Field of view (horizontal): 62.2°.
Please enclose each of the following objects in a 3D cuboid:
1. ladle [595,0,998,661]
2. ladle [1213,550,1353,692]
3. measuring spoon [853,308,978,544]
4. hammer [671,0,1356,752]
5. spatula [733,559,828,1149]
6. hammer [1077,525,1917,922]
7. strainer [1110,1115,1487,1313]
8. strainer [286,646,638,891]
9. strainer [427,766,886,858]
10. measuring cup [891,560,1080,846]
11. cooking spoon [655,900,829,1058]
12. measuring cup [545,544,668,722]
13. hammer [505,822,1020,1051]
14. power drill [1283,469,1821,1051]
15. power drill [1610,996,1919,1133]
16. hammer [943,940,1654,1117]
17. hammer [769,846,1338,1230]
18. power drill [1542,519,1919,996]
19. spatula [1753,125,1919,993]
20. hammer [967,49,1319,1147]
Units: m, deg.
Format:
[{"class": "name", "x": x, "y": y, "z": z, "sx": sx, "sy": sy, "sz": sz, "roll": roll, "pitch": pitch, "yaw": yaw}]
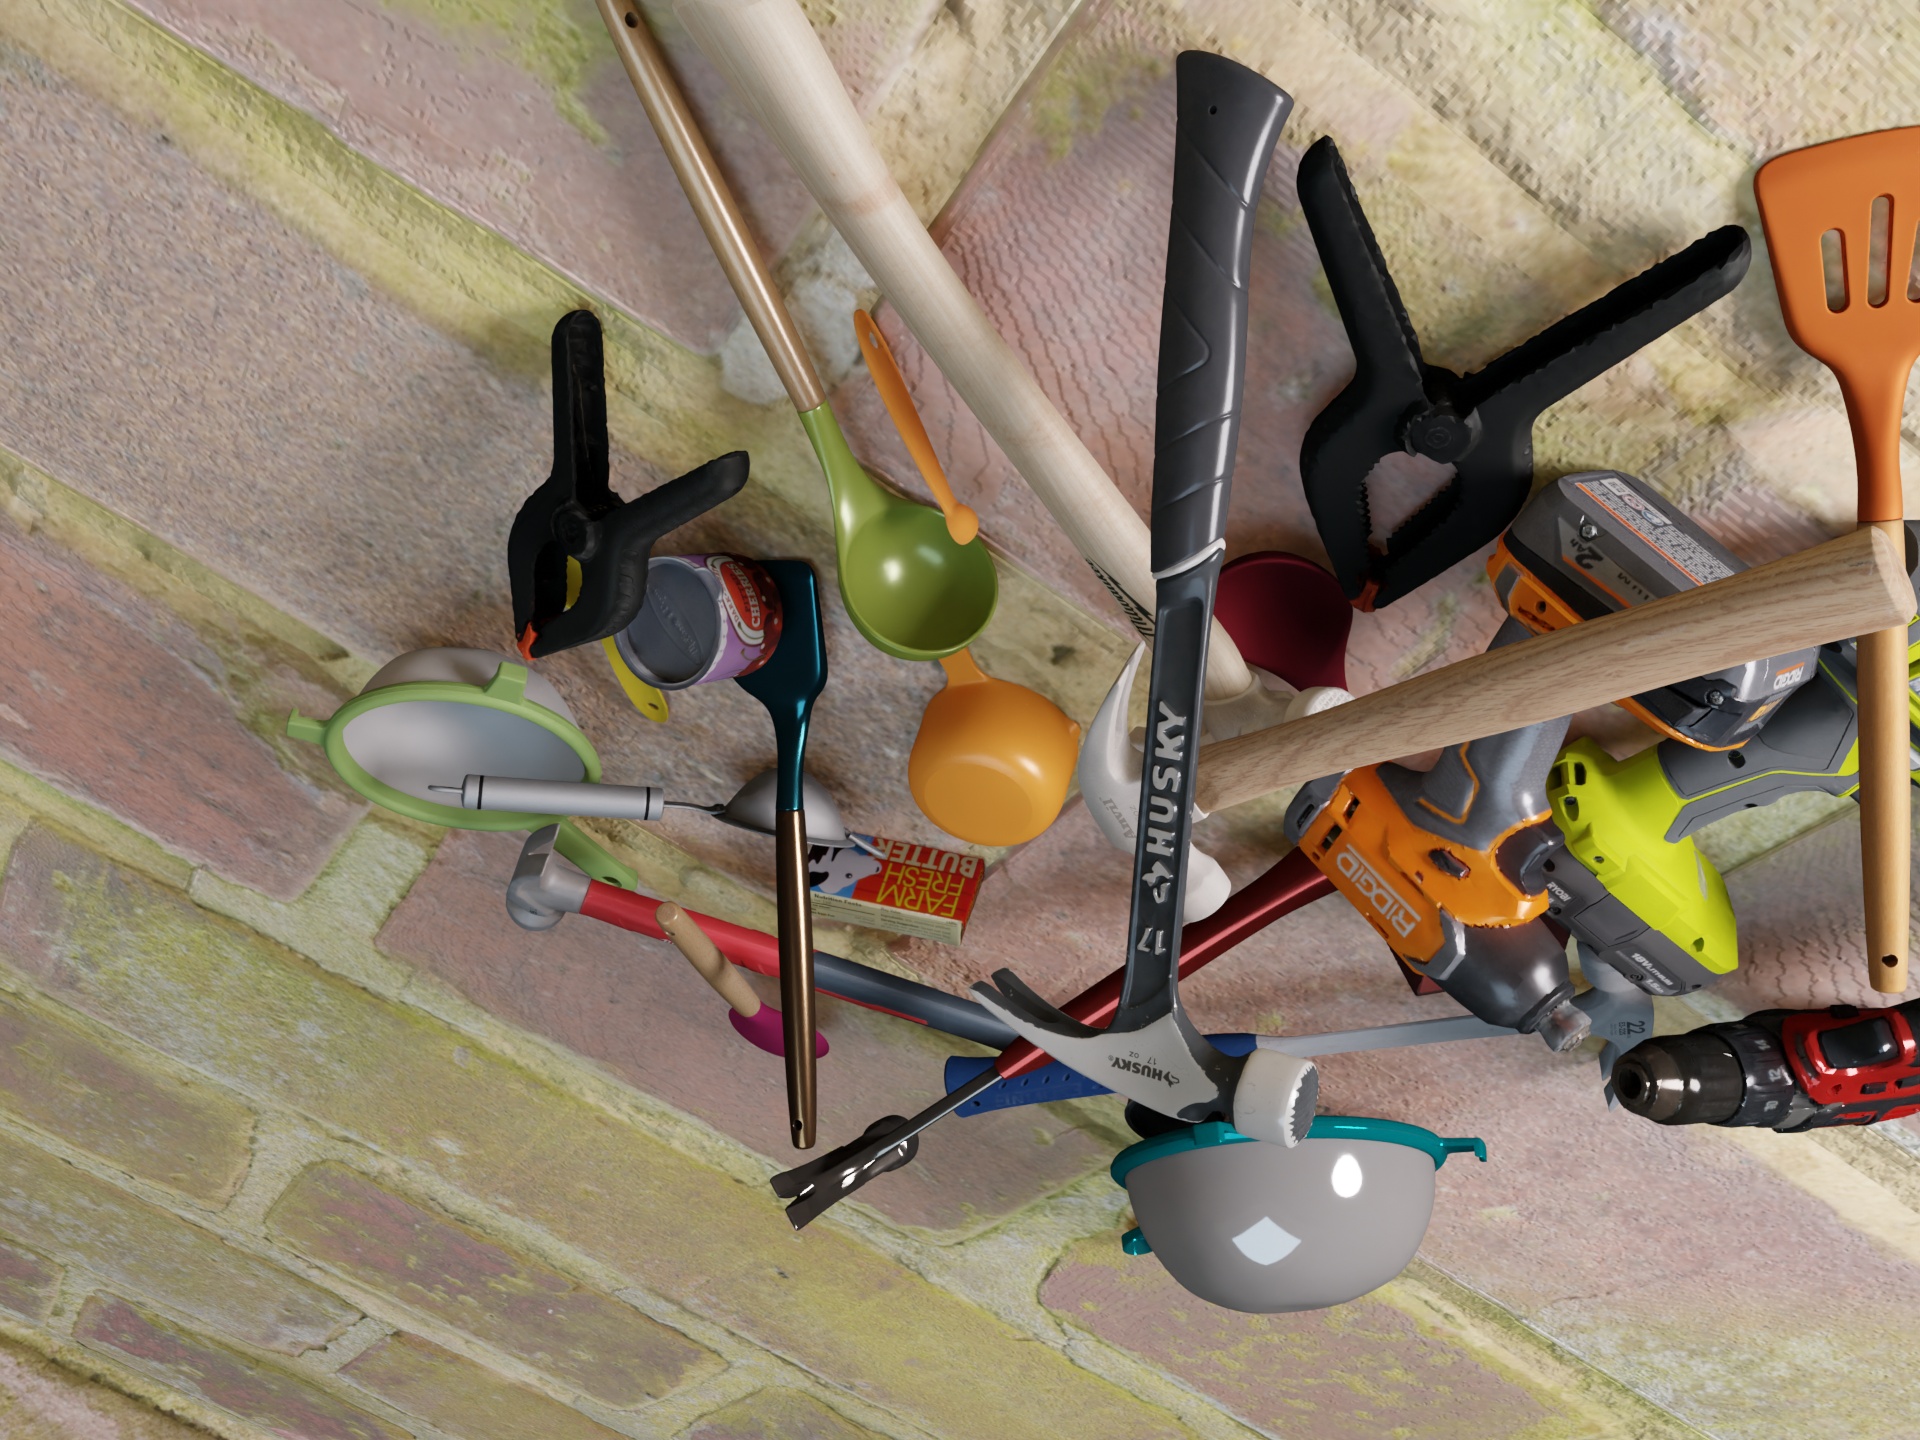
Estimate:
[{"class": "ladle", "x": -0.069, "y": -0.161, "z": 0.693, "sx": 0.062, "sy": 0.078, "sz": 0.319, "roll": 13, "pitch": 138, "yaw": 47}, {"class": "ladle", "x": 0.210, "y": 0.025, "z": 0.799, "sx": 0.069, "sy": 0.031, "sz": 0.315, "roll": -19, "pitch": 126, "yaw": 30}, {"class": "measuring spoon", "x": -0.018, "y": -0.132, "z": 0.714, "sx": 0.011, "sy": 0.021, "sz": 0.116, "roll": -14, "pitch": 115, "yaw": 30}, {"class": "hammer", "x": 0.018, "y": -0.132, "z": 0.684, "sx": 0.410, "sy": 0.038, "sz": 0.146, "roll": 51, "pitch": 159, "yaw": -21}, {"class": "spatula", "x": -0.097, "y": 0.075, "z": 0.849, "sx": 0.082, "sy": 0.044, "sz": 0.317, "roll": -2, "pitch": 93, "yaw": 24}, {"class": "hammer", "x": 0.185, "y": -0.006, "z": 0.622, "sx": 0.331, "sy": 0.031, "sz": 0.130, "roll": -21, "pitch": 115, "yaw": 39}, {"class": "strainer", "x": 0.182, "y": 0.347, "z": 1.045, "sx": 0.211, "sy": 0.095, "sz": 0.340, "roll": 7, "pitch": 149, "yaw": -16}, {"class": "strainer", "x": -0.261, "y": 0.026, "z": 0.951, "sx": 0.151, "sy": 0.069, "sz": 0.256, "roll": -11, "pitch": 147, "yaw": 17}, {"class": "strainer", "x": -0.164, "y": 0.046, "z": 0.895, "sx": 0.258, "sy": 0.087, "sz": 0.050, "roll": 5, "pitch": 96, "yaw": -16}, {"class": "measuring cup", "x": -0.001, "y": -0.003, "z": 0.825, "sx": 0.095, "sy": 0.052, "sz": 0.173, "roll": -8, "pitch": 132, "yaw": 26}, {"class": "cooking spoon", "x": -0.135, "y": 0.166, "z": 0.965, "sx": 0.069, "sy": 0.017, "sz": 0.318, "roll": 9, "pitch": 156, "yaw": 11}, {"class": "measuring cup", "x": -0.183, "y": -0.052, "z": 0.869, "sx": 0.062, "sy": 0.029, "sz": 0.156, "roll": 7, "pitch": 147, "yaw": 13}, {"class": "hammer", "x": -0.083, "y": 0.151, "z": 0.971, "sx": 0.386, "sy": 0.038, "sz": 0.143, "roll": 20, "pitch": 157, "yaw": -12}, {"class": "power drill", "x": 0.252, "y": 0.027, "z": 0.679, "sx": 0.164, "sy": 0.084, "sz": 0.226, "roll": 50, "pitch": 133, "yaw": 28}, {"class": "power drill", "x": 0.437, "y": 0.142, "z": 0.736, "sx": 0.187, "sy": 0.080, "sz": 0.226, "roll": 1, "pitch": 154, "yaw": -22}, {"class": "hammer", "x": 0.188, "y": 0.195, "z": 0.927, "sx": 0.405, "sy": 0.035, "sz": 0.143, "roll": -11, "pitch": 133, "yaw": 18}, {"class": "hammer", "x": 0.061, "y": 0.165, "z": 0.869, "sx": 0.359, "sy": 0.149, "sz": 0.037, "roll": -36, "pitch": 77, "yaw": 15}, {"class": "power drill", "x": 0.383, "y": 0.035, "z": 0.711, "sx": 0.190, "sy": 0.080, "sz": 0.228, "roll": 37, "pitch": 131, "yaw": -16}, {"class": "spatula", "x": 0.344, "y": -0.050, "z": 0.594, "sx": 0.081, "sy": 0.041, "sz": 0.322, "roll": -3, "pitch": 100, "yaw": 22}, {"class": "hammer", "x": 0.083, "y": -0.043, "z": 0.619, "sx": 0.149, "sy": 0.036, "sz": 0.409, "roll": 10, "pitch": 104, "yaw": 30}]
